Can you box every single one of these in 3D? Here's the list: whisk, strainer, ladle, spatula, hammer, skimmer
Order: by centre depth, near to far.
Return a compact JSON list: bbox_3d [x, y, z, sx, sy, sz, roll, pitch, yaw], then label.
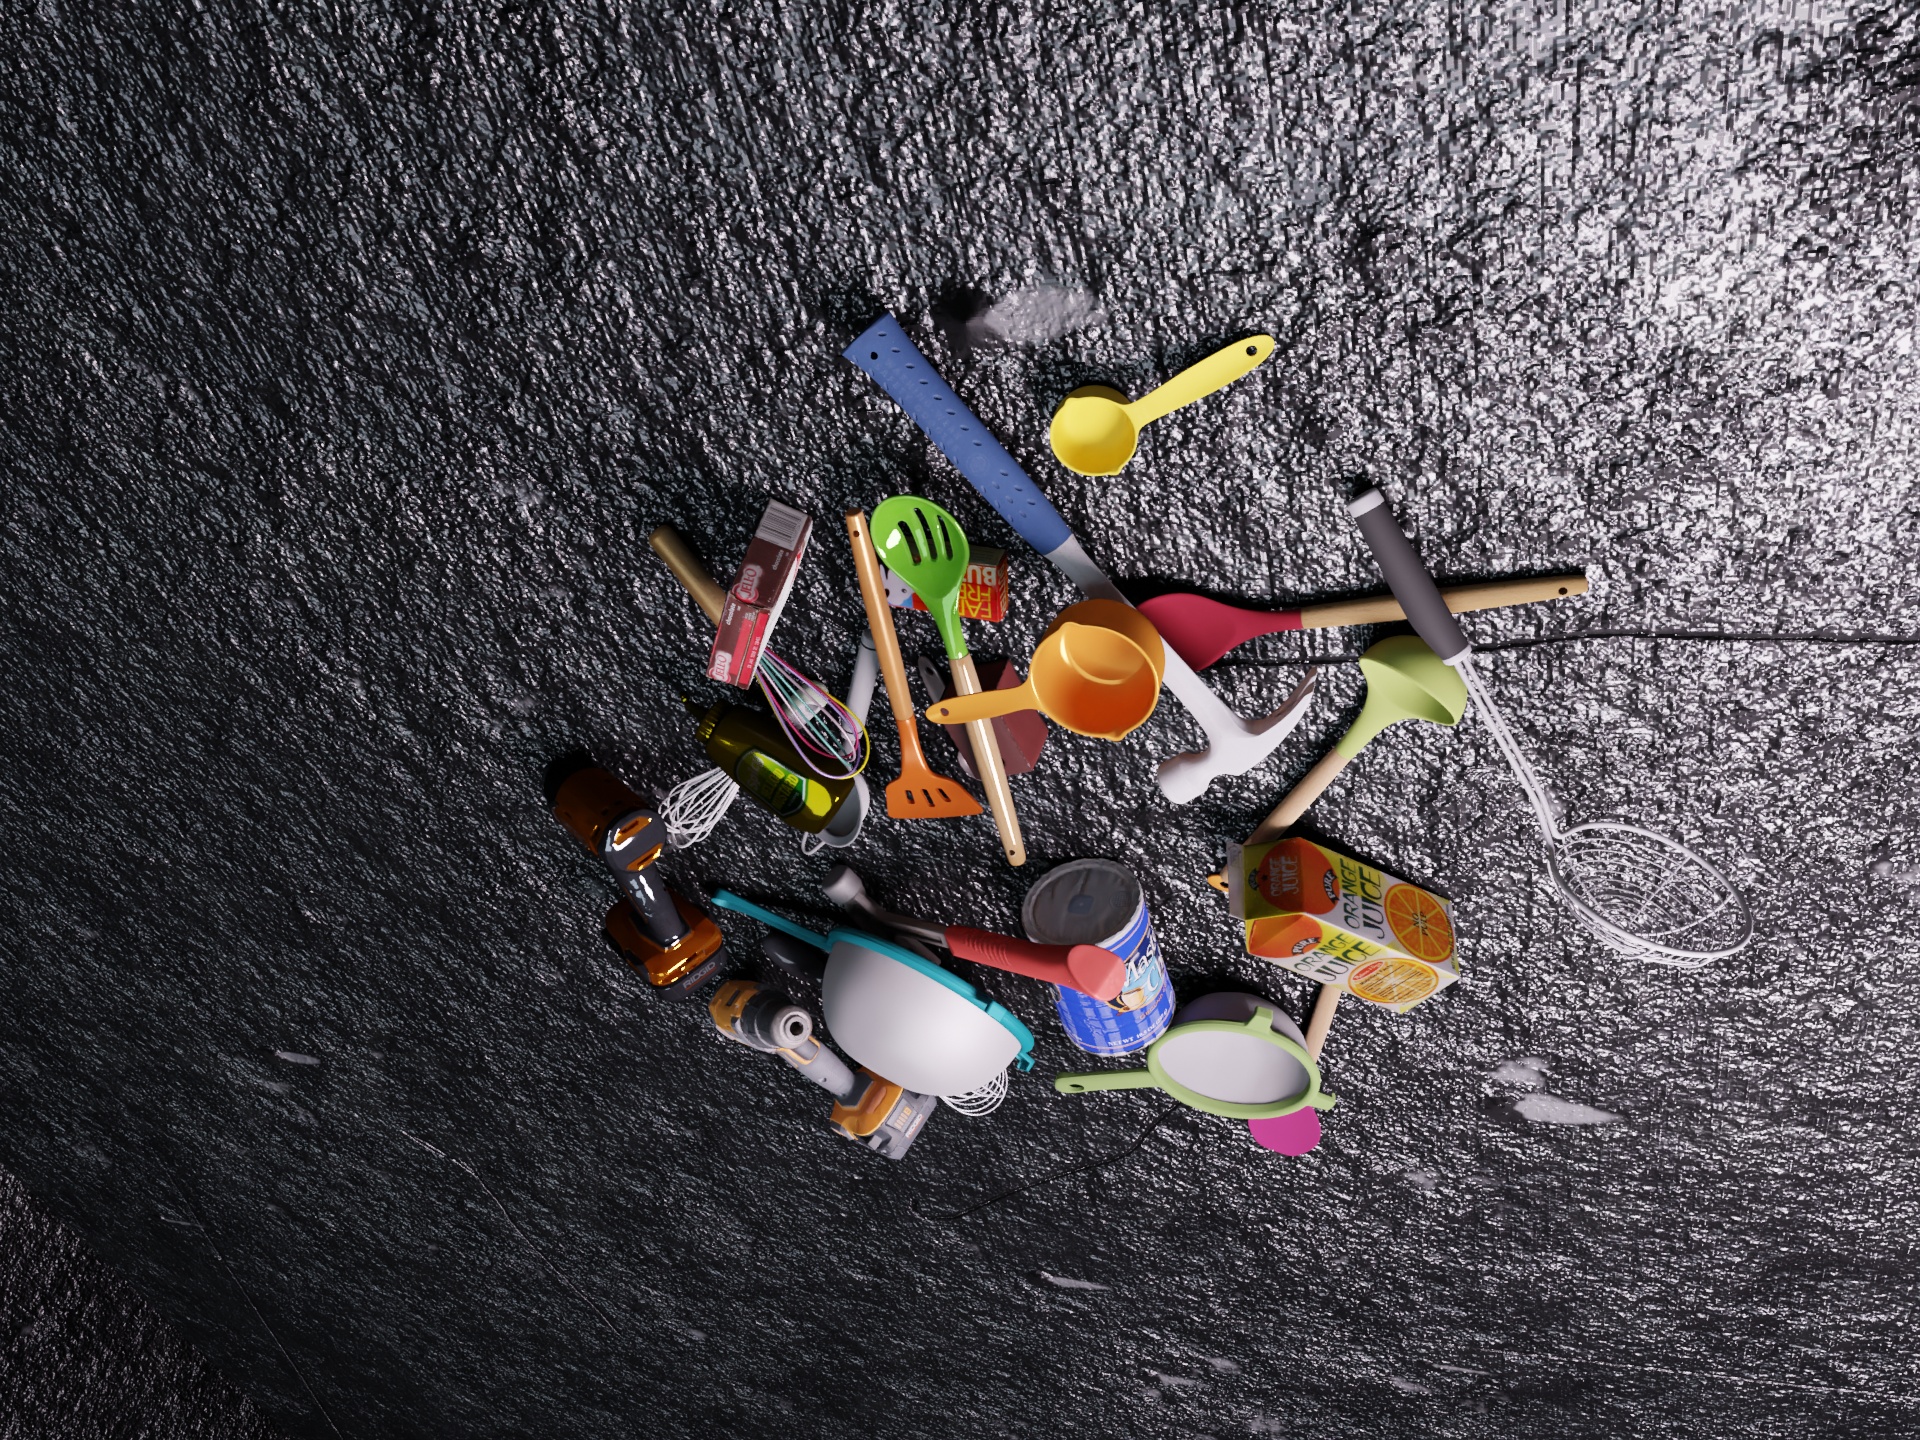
[{"bbox_3d":[0.373,-0.002,1.014,0.090,0.127,0.363,-28,96,43],"label":"skimmer"},{"bbox_3d":[0.078,-0.115,1.080,0.144,0.035,0.405,-34,107,34],"label":"hammer"},{"bbox_3d":[0.259,-0.074,1.085,0.315,0.031,0.069,-6,125,24],"label":"ladle"},{"bbox_3d":[0.266,0.045,1.176,0.078,0.062,0.320,36,139,5],"label":"ladle"},{"bbox_3d":[-0.047,-0.029,1.219,0.081,0.041,0.322,-4,129,10],"label":"spatula"},{"bbox_3d":[-0.155,-0.054,1.239,0.047,0.051,0.245,-36,99,17],"label":"whisk"},{"bbox_3d":[-0.088,0.013,1.298,0.087,0.050,0.258,46,138,29],"label":"strainer"},{"bbox_3d":[0.018,0.193,1.322,0.149,0.037,0.359,47,157,-25],"label":"hammer"},{"bbox_3d":[-0.185,0.037,1.356,0.057,0.059,0.246,17,139,-34],"label":"whisk"},{"bbox_3d":[0.201,0.296,1.433,0.256,0.069,0.151,-14,131,33],"label":"strainer"},{"bbox_3d":[-0.102,0.255,1.450,0.340,0.095,0.210,22,160,20],"label":"strainer"},{"bbox_3d":[-0.073,0.290,1.553,0.284,0.070,0.070,35,135,-5],"label":"whisk"}]

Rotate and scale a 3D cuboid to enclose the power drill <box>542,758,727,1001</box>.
[{"bbox_3d":[-0.307,0.136,1.457,0.164,0.084,0.226,31,148,42],"label":"power drill"}]

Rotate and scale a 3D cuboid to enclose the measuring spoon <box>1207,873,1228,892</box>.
[{"bbox_3d":[0.259,0.150,1.309,0.117,0.011,0.021,17,136,6],"label":"measuring spoon"}]

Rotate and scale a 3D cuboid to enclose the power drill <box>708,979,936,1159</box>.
[{"bbox_3d":[-0.132,0.337,1.561,0.226,0.084,0.185,41,161,-17],"label":"power drill"}]

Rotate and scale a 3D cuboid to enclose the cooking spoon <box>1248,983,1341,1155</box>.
[{"bbox_3d":[0.313,0.304,1.432,0.069,0.017,0.318,17,137,14],"label":"cooking spoon"}]

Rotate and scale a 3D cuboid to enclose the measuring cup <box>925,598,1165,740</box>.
[{"bbox_3d":[0.058,-0.031,1.091,0.173,0.052,0.095,-12,119,28],"label":"measuring cup"}]

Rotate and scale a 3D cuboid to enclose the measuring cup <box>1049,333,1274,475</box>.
[{"bbox_3d":[0.128,-0.209,1.014,0.156,0.029,0.062,-25,119,24],"label":"measuring cup"}]

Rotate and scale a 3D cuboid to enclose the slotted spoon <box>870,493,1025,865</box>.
[{"bbox_3d":[0.003,-0.026,1.165,0.070,0.031,0.313,-4,118,24],"label":"slotted spoon"}]

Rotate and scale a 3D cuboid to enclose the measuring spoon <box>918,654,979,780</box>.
[{"bbox_3d":[-0.002,-0.004,1.268,0.034,0.018,0.124,2,128,44],"label":"measuring spoon"}]
